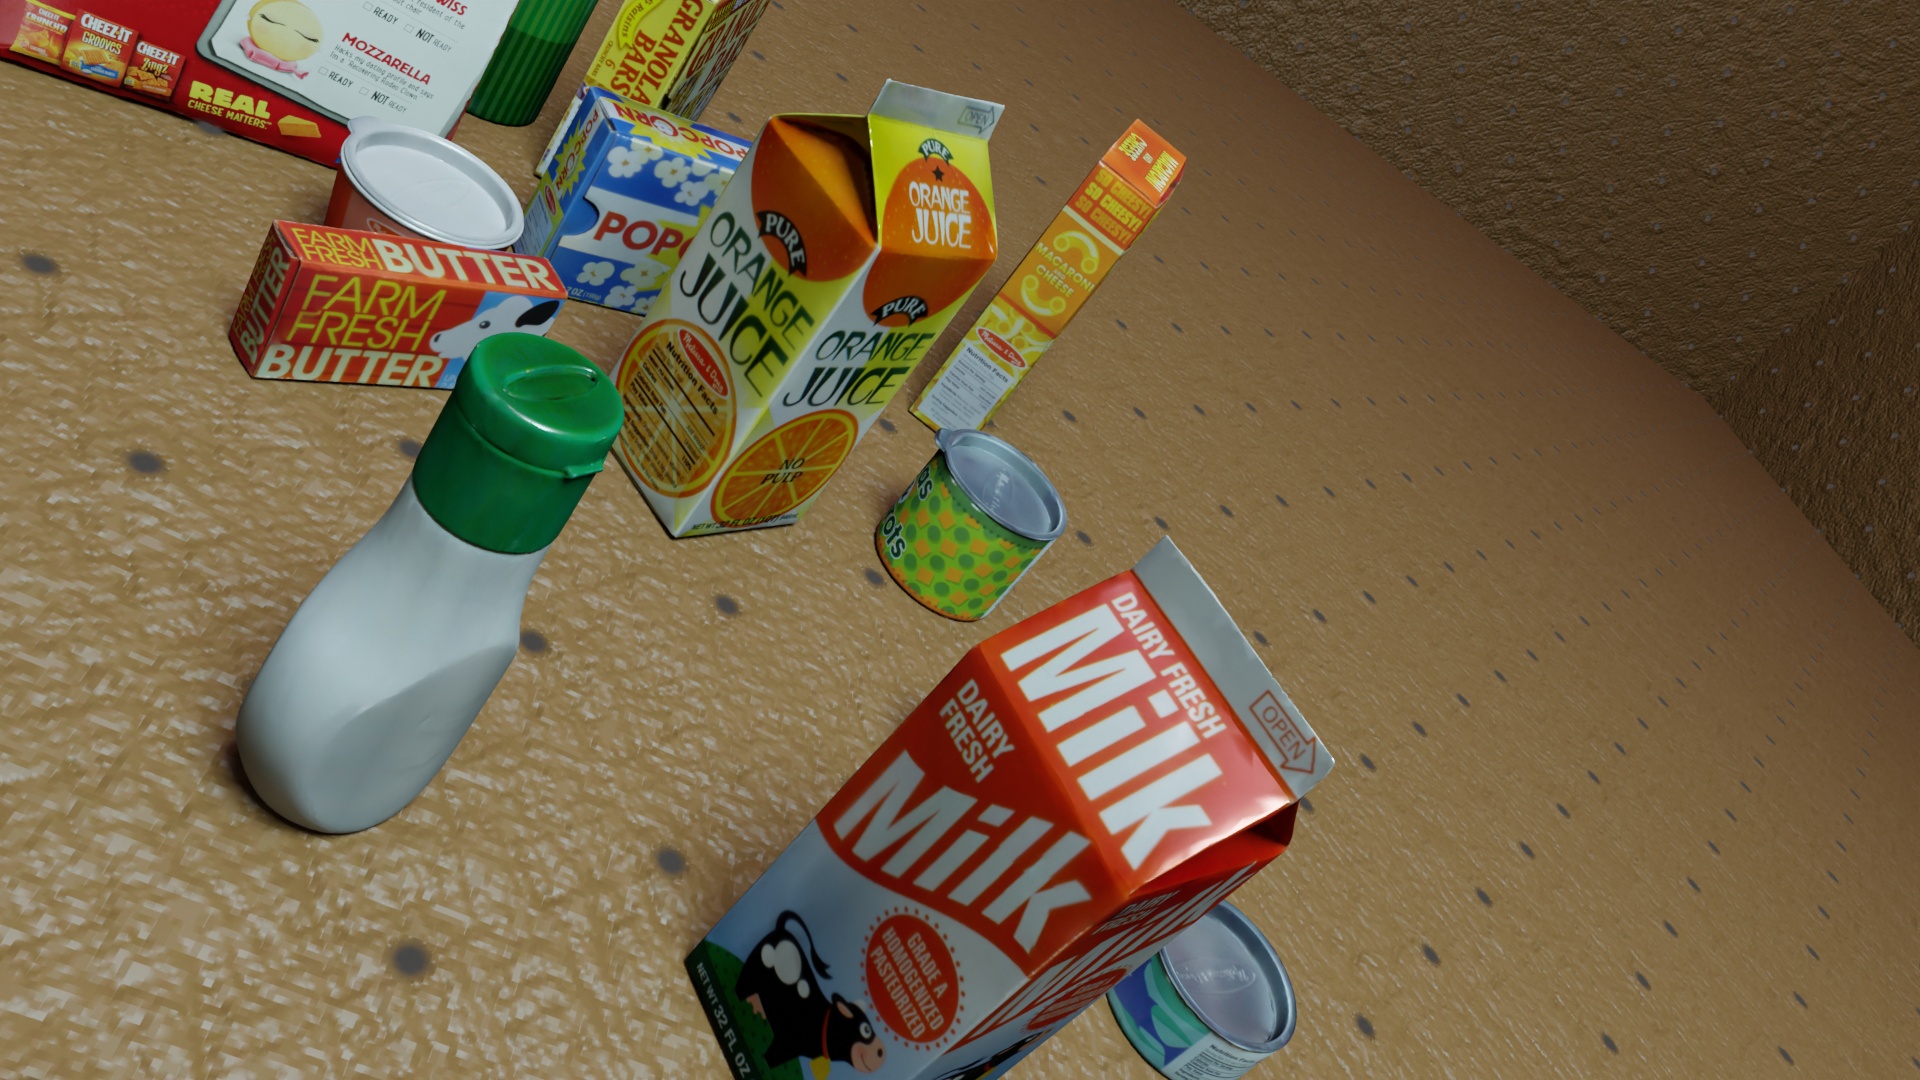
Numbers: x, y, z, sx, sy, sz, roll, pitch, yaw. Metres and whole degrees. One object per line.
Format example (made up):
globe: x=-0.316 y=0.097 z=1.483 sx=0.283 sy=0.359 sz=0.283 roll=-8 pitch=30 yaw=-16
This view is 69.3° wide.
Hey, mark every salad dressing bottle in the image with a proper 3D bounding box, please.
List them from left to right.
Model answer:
salad dressing bottle: x=-0.132 y=0.014 z=0.345 sx=0.044 sy=0.147 sz=0.064 roll=47 pitch=30 yaw=12

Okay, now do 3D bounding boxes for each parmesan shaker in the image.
parmesan shaker: x=-0.213 y=-0.260 z=0.671 sx=0.071 sy=0.102 sz=0.072 roll=29 pitch=31 yaw=-19

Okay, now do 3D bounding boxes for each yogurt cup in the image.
yogurt cup: x=-0.209 y=-0.116 z=0.529 sx=0.072 sy=0.053 sz=0.073 roll=29 pitch=31 yaw=-19

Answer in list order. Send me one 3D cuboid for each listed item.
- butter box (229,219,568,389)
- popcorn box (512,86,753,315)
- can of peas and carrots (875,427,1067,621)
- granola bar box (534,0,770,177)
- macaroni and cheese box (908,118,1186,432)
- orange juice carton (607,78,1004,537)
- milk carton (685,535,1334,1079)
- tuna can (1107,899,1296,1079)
butter box: x=-0.197 y=-0.081 z=0.495 sx=0.104 sy=0.053 sz=0.024 roll=-2 pitch=50 yaw=-50
popcorn box: x=-0.126 y=-0.143 z=0.630 sx=0.127 sy=0.085 sz=0.038 roll=7 pitch=43 yaw=-44
can of peas and carrots: x=0.002 y=-0.008 z=0.619 sx=0.071 sy=0.058 sz=0.071 roll=29 pitch=31 yaw=-19
granola bar box: x=-0.146 y=-0.249 z=0.712 sx=0.039 sy=0.123 sz=0.166 roll=33 pitch=30 yaw=-12
macaroni and cheese box: x=0.049 y=-0.137 z=0.740 sx=0.040 sy=0.165 sz=0.124 roll=38 pitch=29 yaw=-4
orange juice carton: x=-0.057 y=-0.092 z=0.529 sx=0.072 sy=0.191 sz=0.073 roll=-9 pitch=55 yaw=-54
milk carton: x=0.013 y=0.086 z=0.368 sx=0.073 sy=0.189 sz=0.072 roll=2 pitch=47 yaw=-48
tuna can: x=0.086 y=0.162 z=0.510 sx=0.071 sy=0.032 sz=0.071 roll=29 pitch=31 yaw=-19
